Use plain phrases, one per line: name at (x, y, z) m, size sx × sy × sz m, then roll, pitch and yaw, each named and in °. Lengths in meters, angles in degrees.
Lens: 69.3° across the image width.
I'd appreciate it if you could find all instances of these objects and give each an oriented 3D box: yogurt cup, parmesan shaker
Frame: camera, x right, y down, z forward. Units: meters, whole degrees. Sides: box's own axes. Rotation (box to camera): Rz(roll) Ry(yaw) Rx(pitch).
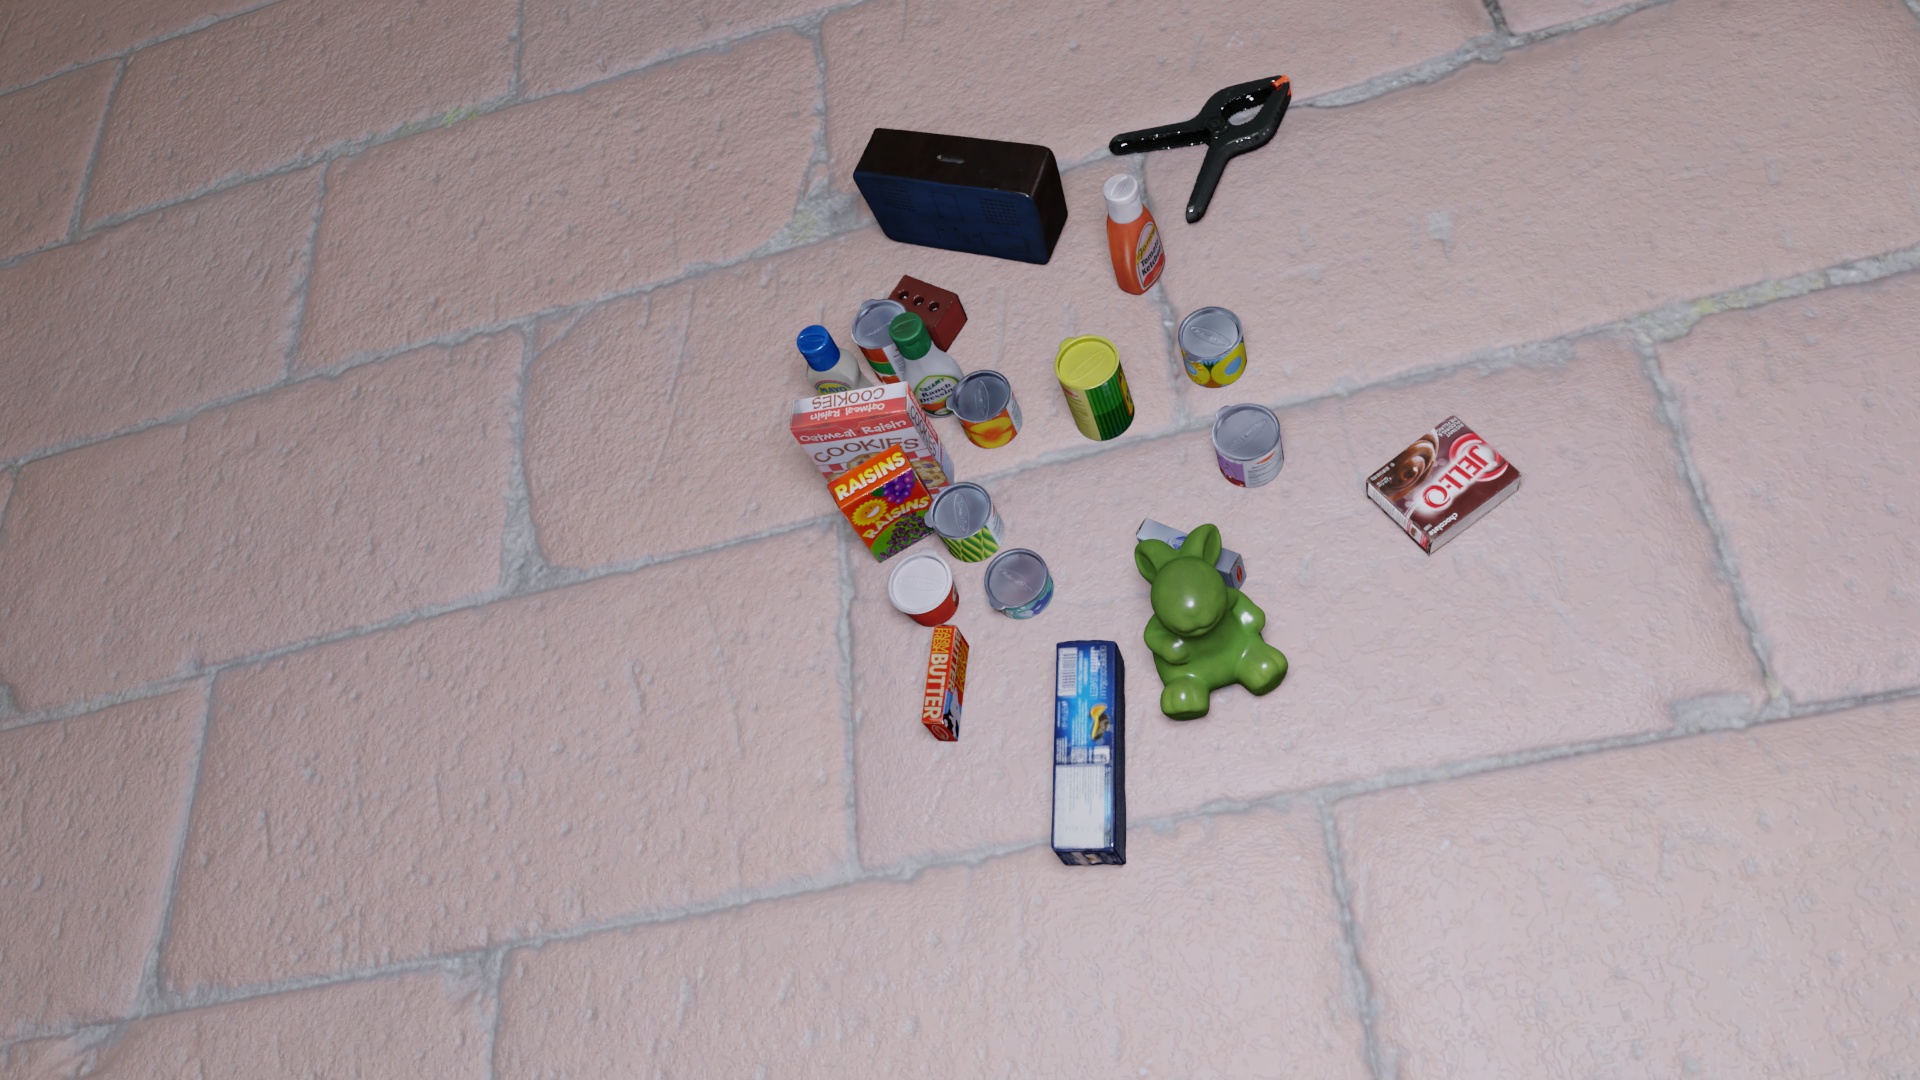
yogurt cup at (-0.034, 0.053, 1.409) m, size 0.072 × 0.053 × 0.073 m, roll -7°, pitch 61°, yaw 14°
parmesan shaker at (0.139, -0.159, 1.438) m, size 0.071 × 0.102 × 0.071 m, roll -8°, pitch 61°, yaw 14°

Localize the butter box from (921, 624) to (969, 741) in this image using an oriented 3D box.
butter box at (-0.014, 0.139, 1.357) m, size 0.024 × 0.053 × 0.104 m, roll -1°, pitch 63°, yaw 17°

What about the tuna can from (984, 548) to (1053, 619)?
tuna can at (0.058, 0.046, 1.396) m, size 0.071 × 0.032 × 0.071 m, roll -7°, pitch 61°, yaw 14°

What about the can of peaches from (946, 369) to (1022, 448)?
can of peaches at (0.027, -0.140, 1.490) m, size 0.071 × 0.058 × 0.071 m, roll -7°, pitch 61°, yaw 14°

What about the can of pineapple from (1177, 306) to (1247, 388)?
can of pineapple at (0.262, -0.200, 1.448) m, size 0.071 × 0.057 × 0.071 m, roll -7°, pitch 61°, yaw 14°

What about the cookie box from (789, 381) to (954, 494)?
cookie box at (-0.088, -0.096, 1.439) m, size 0.123 × 0.167 × 0.040 m, roll -9°, pitch 61°, yaw 13°

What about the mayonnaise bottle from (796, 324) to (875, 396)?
mayonnaise bottle at (-0.135, -0.178, 1.509) m, size 0.065 × 0.147 × 0.041 m, roll -1°, pitch 63°, yaw 17°

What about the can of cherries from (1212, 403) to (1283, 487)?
can of cherries at (0.286, -0.096, 1.384) m, size 0.071 × 0.058 × 0.072 m, roll -7°, pitch 61°, yaw 14°

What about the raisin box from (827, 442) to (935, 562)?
raisin box at (-0.074, -0.038, 1.429) m, size 0.086 × 0.123 × 0.040 m, roll -30°, pitch 58°, yaw 1°

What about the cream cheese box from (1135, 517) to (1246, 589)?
cream cheese box at (0.223, 0.016, 1.347) m, size 0.104 × 0.053 × 0.024 m, roll 23°, pitch 72°, yaw 27°

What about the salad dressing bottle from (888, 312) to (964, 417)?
salad dressing bottle at (-0.037, -0.187, 1.483) m, size 0.064 × 0.147 × 0.044 m, roll -20°, pitch 59°, yaw 7°

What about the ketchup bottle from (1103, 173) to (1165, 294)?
ketchup bottle at (0.183, -0.331, 1.489) m, size 0.043 × 0.148 × 0.065 m, roll 25°, pitch 73°, yaw 27°

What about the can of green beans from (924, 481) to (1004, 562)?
can of green beans at (0.007, -0.018, 1.431) m, size 0.071 × 0.057 × 0.071 m, roll -7°, pitch 61°, yaw 14°

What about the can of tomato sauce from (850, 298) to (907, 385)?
can of tomato sauce at (-0.079, -0.220, 1.552) m, size 0.071 × 0.083 × 0.071 m, roll -8°, pitch 61°, yaw 14°
